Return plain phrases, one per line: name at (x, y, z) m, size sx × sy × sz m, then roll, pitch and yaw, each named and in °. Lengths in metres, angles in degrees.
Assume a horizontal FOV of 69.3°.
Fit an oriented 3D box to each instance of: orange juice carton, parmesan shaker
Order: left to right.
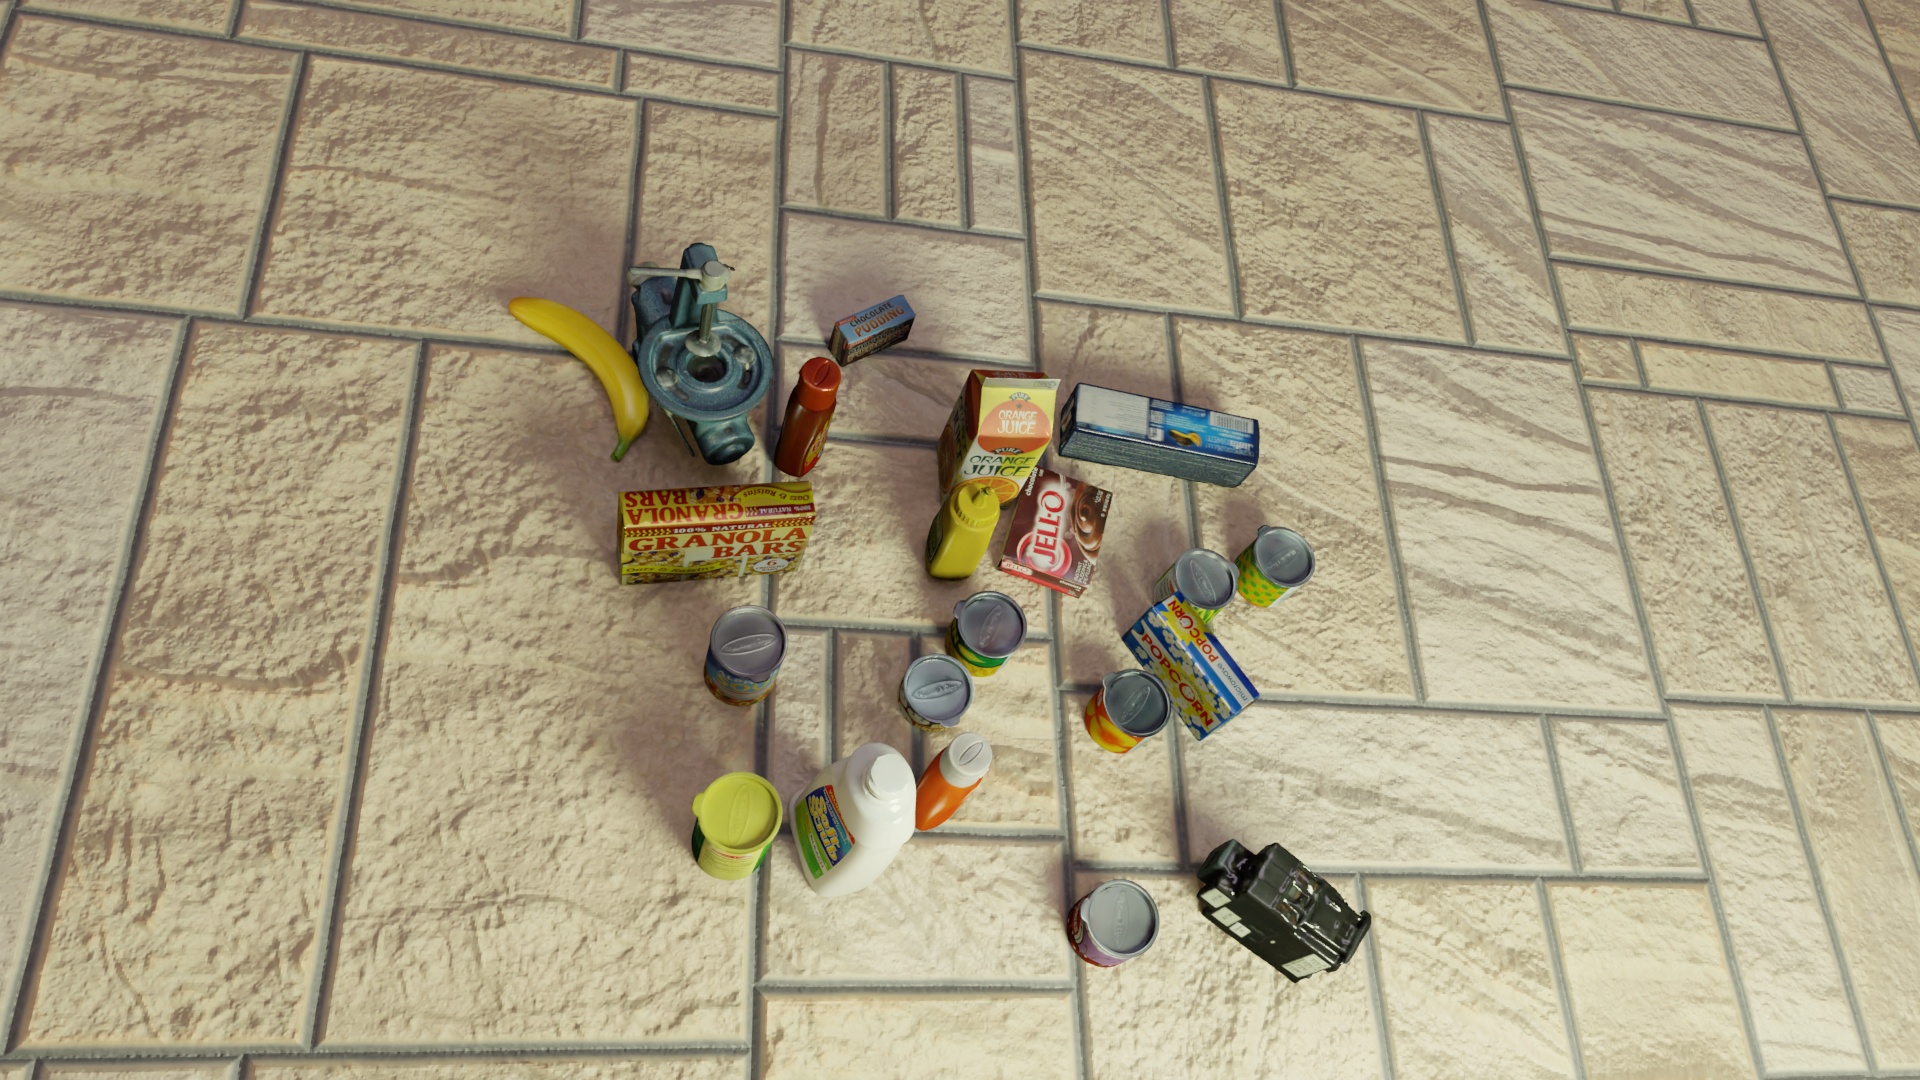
parmesan shaker at (-0.188, 0.235, 1.139) m, size 0.071 × 0.102 × 0.071 m, roll 6°, pitch 64°, yaw -12°
orange juice carton at (0.034, -0.103, 1.313) m, size 0.072 × 0.191 × 0.073 m, roll 2°, pitch 65°, yaw -14°

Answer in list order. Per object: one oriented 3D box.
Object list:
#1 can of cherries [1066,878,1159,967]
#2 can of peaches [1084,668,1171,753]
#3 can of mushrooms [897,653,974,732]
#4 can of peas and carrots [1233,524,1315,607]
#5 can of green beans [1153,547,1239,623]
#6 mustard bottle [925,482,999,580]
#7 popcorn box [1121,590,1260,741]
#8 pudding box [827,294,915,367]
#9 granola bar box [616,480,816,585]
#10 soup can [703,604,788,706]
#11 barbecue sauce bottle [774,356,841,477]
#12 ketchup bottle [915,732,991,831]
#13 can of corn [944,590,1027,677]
can of cherries at (0.129, 0.331, 1.203) m, size 0.071 × 0.058 × 0.072 m, roll 6°, pitch 63°, yaw -12°
can of peaches at (0.154, 0.158, 1.294) m, size 0.071 × 0.057 × 0.071 m, roll 6°, pitch 63°, yaw -12°
can of mushrooms at (-0.022, 0.142, 1.269) m, size 0.071 × 0.033 × 0.071 m, roll 6°, pitch 63°, yaw -12°
can of peas and carrots at (0.313, 0.026, 1.401) m, size 0.071 × 0.058 × 0.071 m, roll 6°, pitch 63°, yaw -12°
can of green beans at (0.230, 0.049, 1.368) m, size 0.071 × 0.057 × 0.071 m, roll 6°, pitch 63°, yaw -12°
mustard bottle at (0.005, -0.016, 1.281) m, size 0.049 × 0.159 × 0.065 m, roll 8°, pitch 63°, yaw -11°
popcorn box at (0.216, 0.119, 1.315) m, size 0.038 × 0.085 × 0.127 m, roll -30°, pitch 75°, yaw -25°
pudding box at (-0.090, -0.214, 1.415) m, size 0.084 × 0.049 × 0.030 m, roll -27°, pitch 74°, yaw -25°
granola bar box at (-0.219, -0.005, 1.236) m, size 0.166 × 0.123 × 0.039 m, roll -4°, pitch 66°, yaw -17°
soup can at (-0.188, 0.105, 1.214) m, size 0.071 × 0.083 × 0.071 m, roll 6°, pitch 64°, yaw -12°
barbecue sauce bottle at (-0.141, -0.118, 1.298) m, size 0.044 × 0.148 × 0.065 m, roll 27°, pitch 61°, yaw -1°
ketchup bottle at (-0.008, 0.202, 1.178) m, size 0.043 × 0.148 × 0.065 m, roll 45°, pitch 62°, yaw 8°
can of corn at (0.020, 0.087, 1.293) m, size 0.071 × 0.058 × 0.071 m, roll 6°, pitch 63°, yaw -12°
